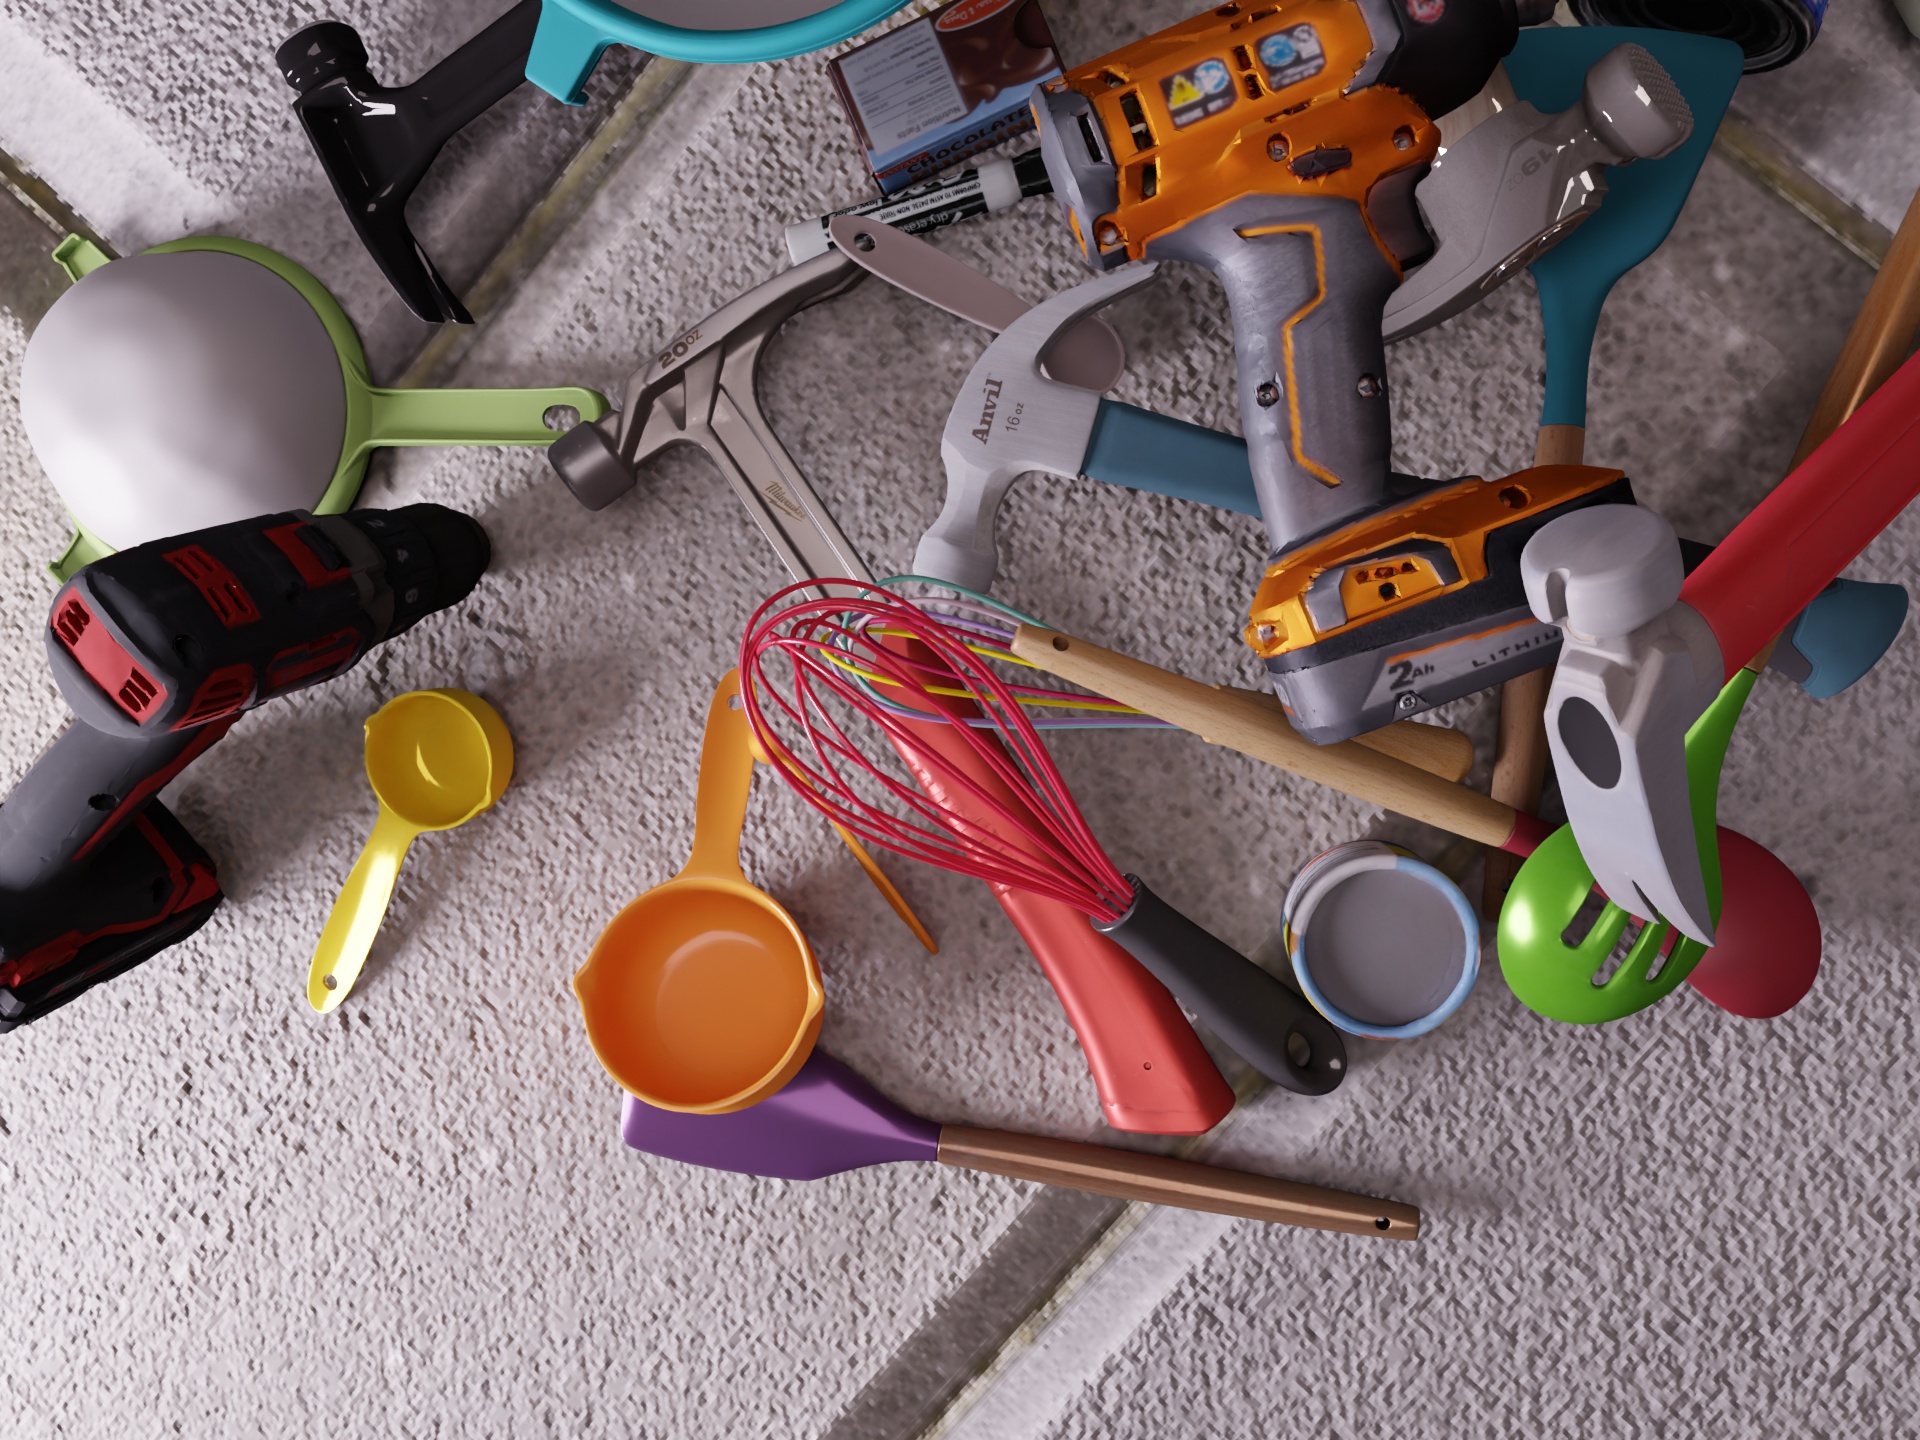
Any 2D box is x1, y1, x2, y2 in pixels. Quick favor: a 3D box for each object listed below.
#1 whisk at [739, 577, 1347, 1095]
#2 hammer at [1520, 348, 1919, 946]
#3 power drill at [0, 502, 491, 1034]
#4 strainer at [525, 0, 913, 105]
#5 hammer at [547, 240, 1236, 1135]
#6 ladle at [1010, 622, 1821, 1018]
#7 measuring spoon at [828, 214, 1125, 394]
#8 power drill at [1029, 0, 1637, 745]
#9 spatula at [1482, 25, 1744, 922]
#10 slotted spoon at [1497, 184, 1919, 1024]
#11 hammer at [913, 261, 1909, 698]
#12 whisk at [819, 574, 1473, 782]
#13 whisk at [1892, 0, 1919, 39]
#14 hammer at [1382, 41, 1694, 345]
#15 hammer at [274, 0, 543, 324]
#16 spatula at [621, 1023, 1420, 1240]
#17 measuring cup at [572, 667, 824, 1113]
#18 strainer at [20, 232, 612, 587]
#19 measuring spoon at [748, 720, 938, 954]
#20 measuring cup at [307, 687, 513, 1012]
[{"bbox_3d":[0.040,0.052,0.542,0.295,0.073,0.073,39,97,-26],"label":"whisk"},{"bbox_3d":[0.316,-0.097,0.494,0.386,0.038,0.143,-39,124,-18],"label":"hammer"},{"bbox_3d":[-0.288,0.003,0.607,0.080,0.188,0.226,47,115,0],"label":"power drill"},{"bbox_3d":[-0.066,-0.368,0.488,0.211,0.095,0.340,-11,94,19],"label":"strainer"},{"bbox_3d":[-0.001,-0.002,0.610,0.149,0.036,0.359,-35,87,0],"label":"hammer"},{"bbox_3d":[0.165,0.027,0.552,0.315,0.031,0.069,21,62,-5],"label":"ladle"},{"bbox_3d":[0.005,-0.158,0.608,0.124,0.018,0.034,27,77,-6],"label":"measuring spoon"},{"bbox_3d":[0.135,-0.123,0.498,0.164,0.084,0.226,-21,91,7],"label":"power drill"},{"bbox_3d":[0.216,-0.082,0.576,0.082,0.044,0.317,6,93,6],"label":"spatula"},{"bbox_3d":[0.261,-0.042,0.518,0.070,0.031,0.314,23,93,-5],"label":"slotted spoon"},{"bbox_3d":[0.156,-0.069,0.558,0.331,0.033,0.128,15,98,5],"label":"hammer"},{"bbox_3d":[0.070,-0.009,0.578,0.245,0.047,0.051,10,83,-9],"label":"whisk"},{"bbox_3d":[0.331,-0.276,0.559,0.059,0.058,0.246,-30,89,42],"label":"whisk"},{"bbox_3d":[0.094,-0.333,0.580,0.146,0.038,0.411,-36,77,42],"label":"hammer"},{"bbox_3d":[-0.106,-0.280,0.585,0.337,0.034,0.127,-26,91,21],"label":"hammer"},{"bbox_3d":[0.018,0.167,0.622,0.316,0.018,0.060,8,91,9],"label":"spatula"},{"bbox_3d":[-0.093,0.068,0.627,0.095,0.052,0.174,3,70,5],"label":"measuring cup"},{"bbox_3d":[-0.271,-0.126,0.636,0.256,0.069,0.151,2,91,10],"label":"strainer"},{"bbox_3d":[-0.046,0.048,0.617,0.011,0.021,0.117,-39,102,-8],"label":"measuring spoon"},{"bbox_3d":[-0.233,0.055,0.660,0.062,0.029,0.156,32,107,7],"label":"measuring cup"}]
